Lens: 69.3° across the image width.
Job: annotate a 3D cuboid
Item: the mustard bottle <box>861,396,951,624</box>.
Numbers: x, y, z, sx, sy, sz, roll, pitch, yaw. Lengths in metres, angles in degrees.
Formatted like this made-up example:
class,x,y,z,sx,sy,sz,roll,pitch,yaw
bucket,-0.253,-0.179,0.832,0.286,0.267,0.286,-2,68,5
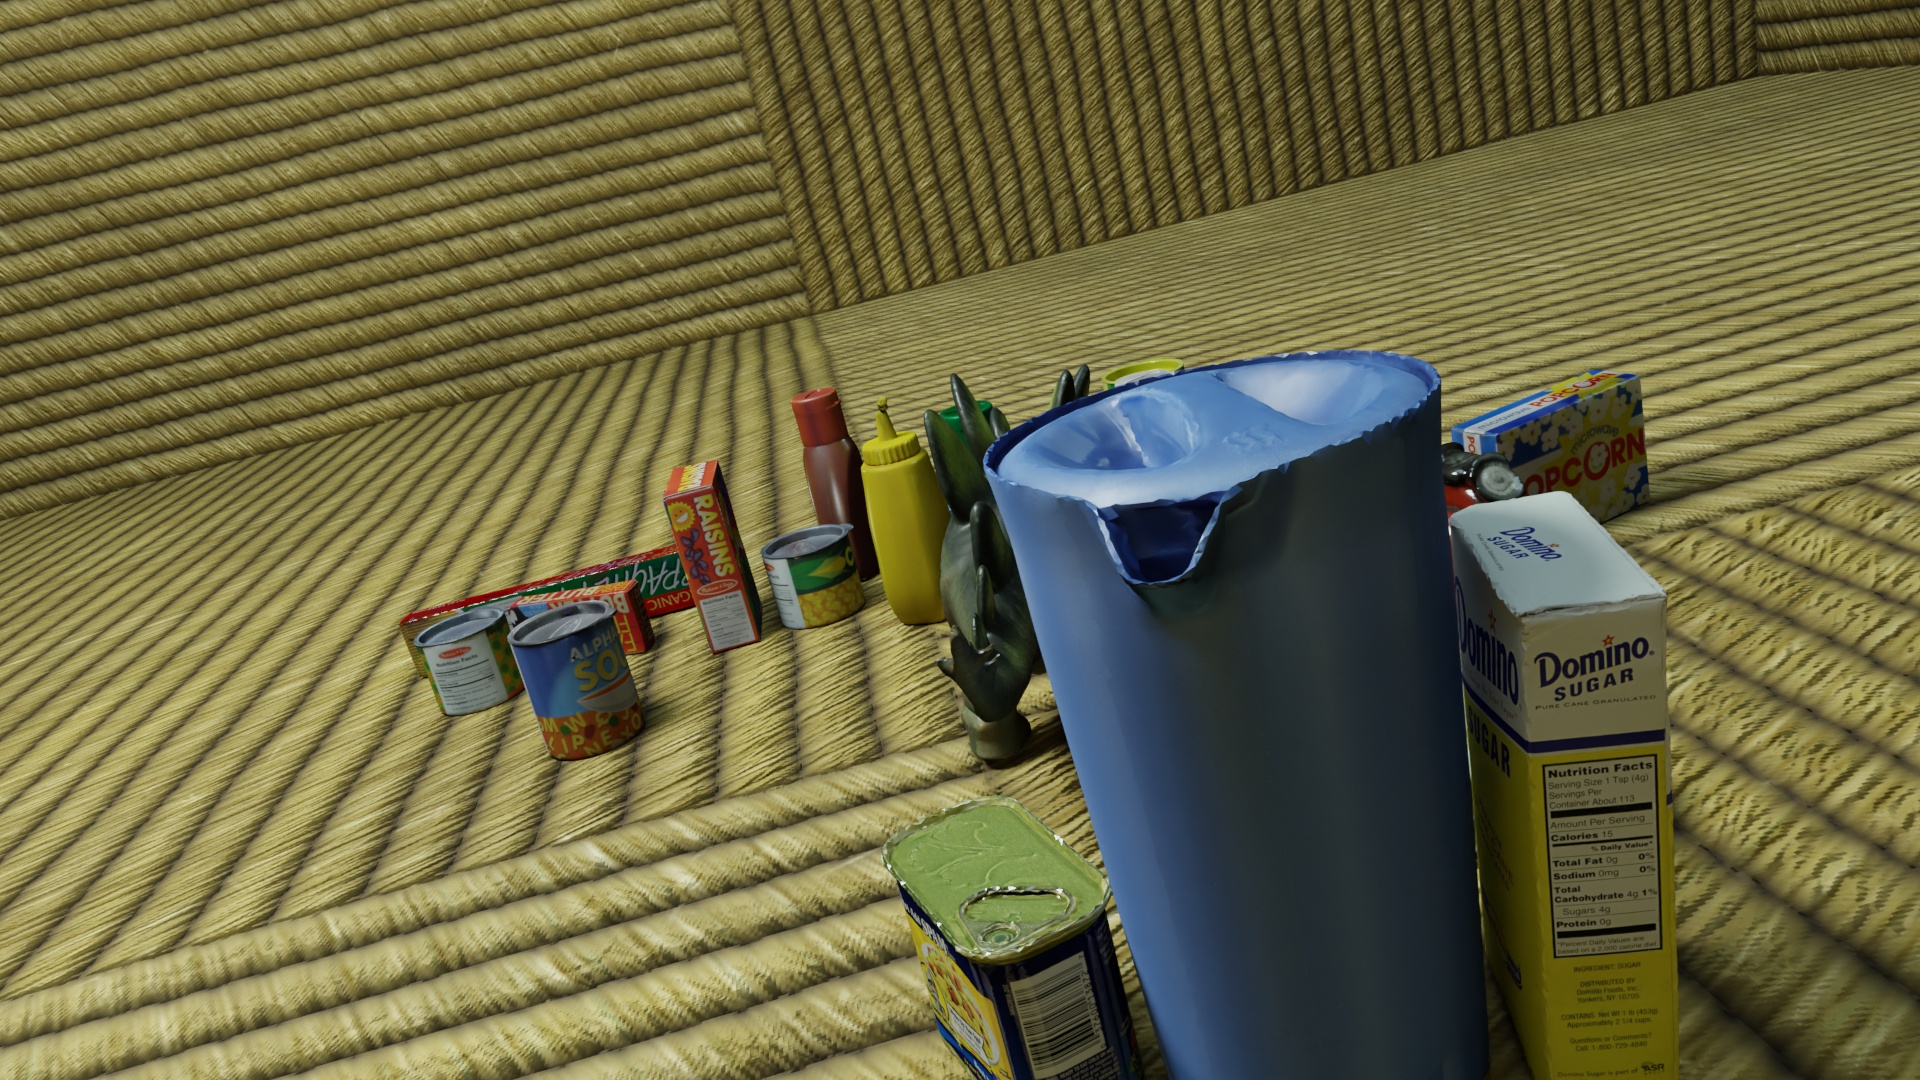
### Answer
class,x,y,z,sx,sy,sz,roll,pitch,yaw
mustard bottle,-0.038,-0.023,0.961,0.049,0.159,0.065,-7,18,21

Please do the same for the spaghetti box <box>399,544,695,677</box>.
class,x,y,z,sx,sy,sz,roll,pitch,yaw
spaghetti box,-0.317,0.053,1.117,0.250,0.050,0.029,-15,17,-4

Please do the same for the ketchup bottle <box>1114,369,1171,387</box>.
class,x,y,z,sx,sy,sz,roll,pitch,yaw
ketchup bottle,0.129,-0.033,0.885,0.065,0.148,0.043,-23,19,-29

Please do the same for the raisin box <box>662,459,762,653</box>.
class,x,y,z,sx,sy,sz,roll,pitch,yaw
raisin box,-0.182,0.010,1.028,0.040,0.123,0.086,-14,17,-2

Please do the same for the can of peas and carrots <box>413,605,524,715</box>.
class,x,y,z,sx,sy,sz,roll,pitch,yaw
can of peas and carrots,-0.360,0.088,1.027,0.071,0.058,0.071,-12,17,4

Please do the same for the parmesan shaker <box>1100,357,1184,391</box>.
class,x,y,z,sx,sy,sz,roll,pitch,yaw
parmesan shaker,0.156,-0.088,1.111,0.071,0.102,0.071,-12,17,4

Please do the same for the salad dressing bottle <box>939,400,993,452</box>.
class,x,y,z,sx,sy,sz,roll,pitch,yaw
salad dressing bottle,0.019,-0.018,0.922,0.064,0.147,0.044,-16,17,-7

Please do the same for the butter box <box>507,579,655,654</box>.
class,x,y,z,sx,sy,sz,roll,pitch,yaw
butter box,-0.287,0.064,1.056,0.103,0.053,0.024,-9,18,14

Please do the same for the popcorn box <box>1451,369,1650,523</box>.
class,x,y,z,sx,sy,sz,roll,pitch,yaw
popcorn box,0.365,-0.047,0.857,0.127,0.085,0.038,-21,18,-22

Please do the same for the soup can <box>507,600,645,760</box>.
class,x,y,z,sx,sy,sz,roll,pitch,yaw
soup can,-0.243,0.089,0.894,0.071,0.083,0.071,-12,17,4

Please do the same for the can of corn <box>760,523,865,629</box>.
class,x,y,z,sx,sy,sz,roll,pitch,yaw
can of corn,-0.106,0.026,1.030,0.071,0.058,0.071,-12,17,4

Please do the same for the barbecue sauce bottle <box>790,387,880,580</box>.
class,x,y,z,sx,sy,sz,roll,pitch,yaw
barbecue sauce bottle,-0.096,-0.044,1.090,0.043,0.148,0.065,-9,18,16

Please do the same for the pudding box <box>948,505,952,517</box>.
class,x,y,z,sx,sy,sz,roll,pitch,yaw
pudding box,0.004,-0.014,1.084,0.030,0.049,0.084,1,22,39
